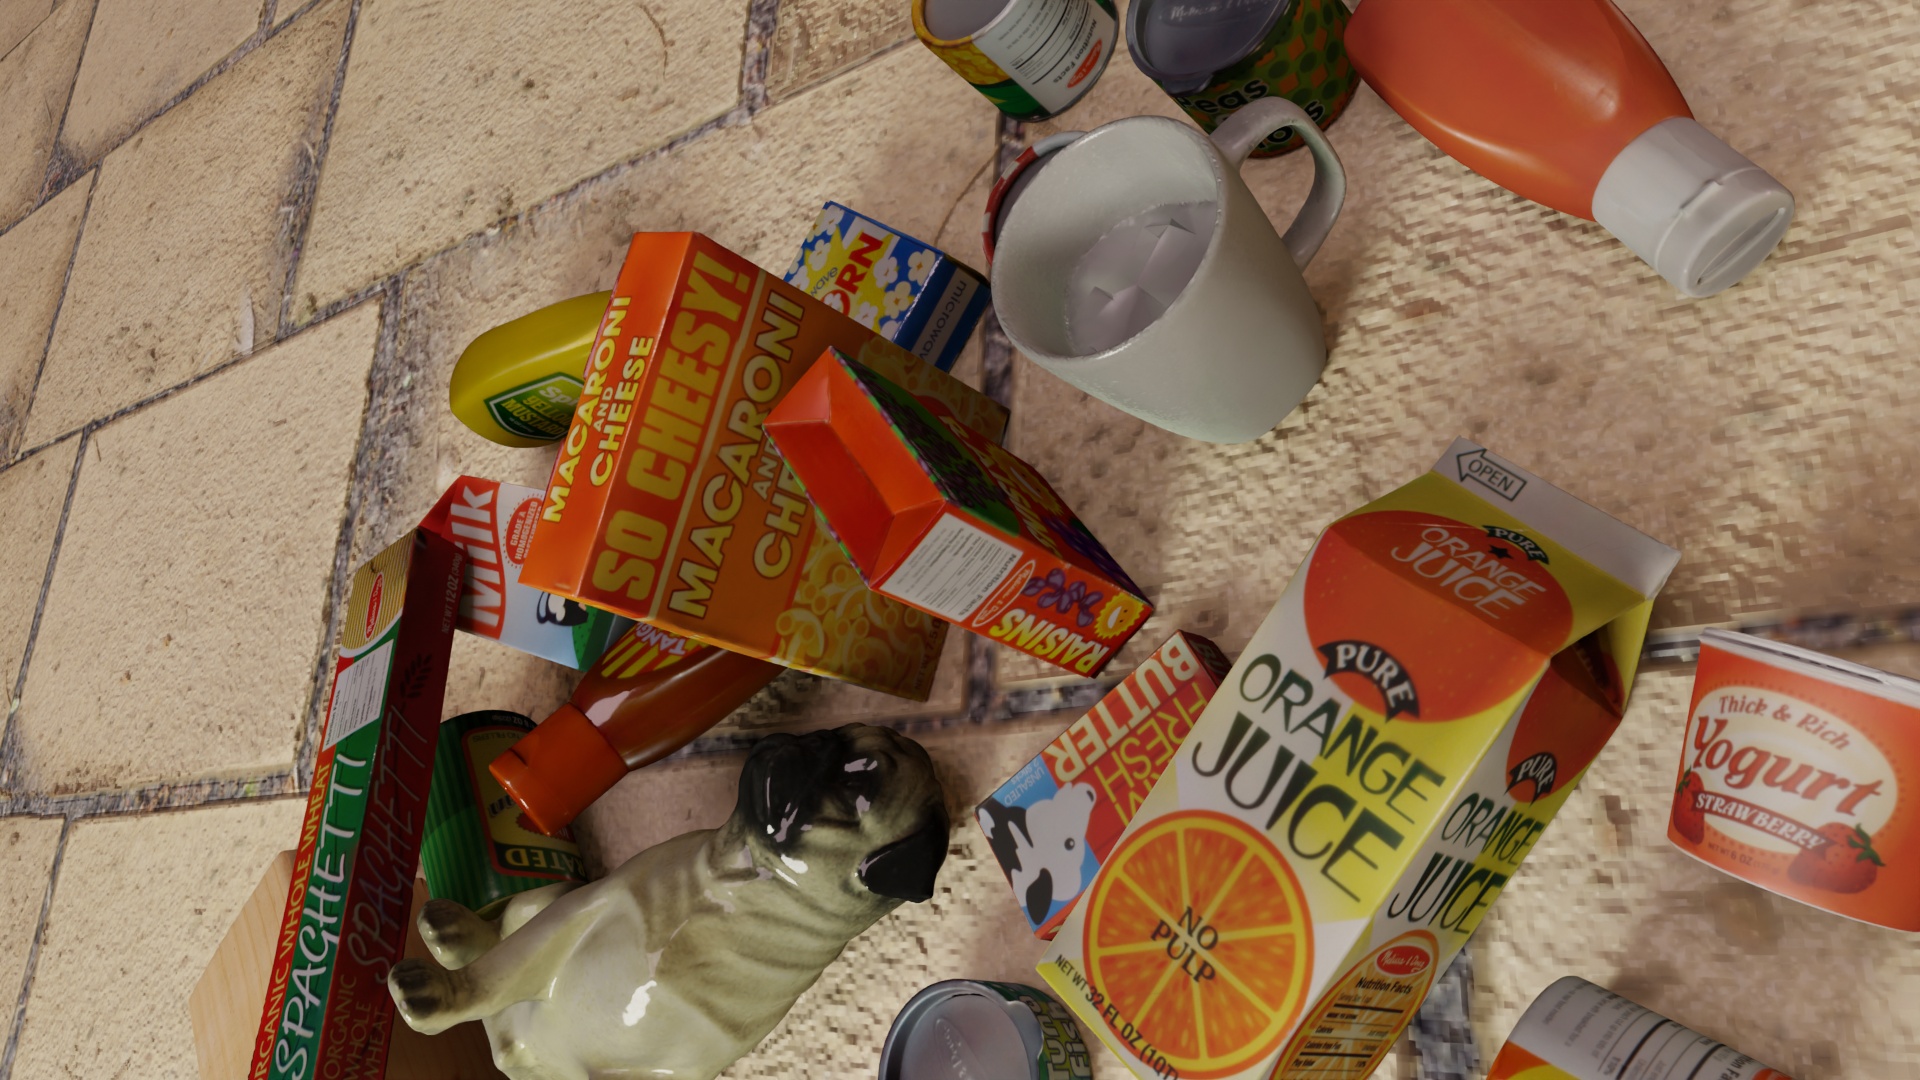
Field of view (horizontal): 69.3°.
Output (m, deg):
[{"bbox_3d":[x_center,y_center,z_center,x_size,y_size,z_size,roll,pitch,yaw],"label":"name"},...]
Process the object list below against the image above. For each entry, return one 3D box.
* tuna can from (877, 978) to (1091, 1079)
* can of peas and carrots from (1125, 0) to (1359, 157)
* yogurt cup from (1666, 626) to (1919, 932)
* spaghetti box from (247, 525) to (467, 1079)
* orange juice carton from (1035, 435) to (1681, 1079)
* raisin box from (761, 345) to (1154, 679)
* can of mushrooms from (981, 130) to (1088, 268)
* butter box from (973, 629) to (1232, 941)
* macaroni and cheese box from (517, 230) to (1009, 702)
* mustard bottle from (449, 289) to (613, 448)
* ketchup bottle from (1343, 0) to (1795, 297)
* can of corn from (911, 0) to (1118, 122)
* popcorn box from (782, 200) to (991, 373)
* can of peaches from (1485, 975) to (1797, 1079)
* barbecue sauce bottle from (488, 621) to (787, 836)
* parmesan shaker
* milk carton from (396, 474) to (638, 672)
[{"bbox_3d":[0.009,0.177,0.455,0.071,0.033,0.071,-15,65,35],"label":"tuna can"},{"bbox_3d":[0.102,-0.177,0.496,0.071,0.058,0.071,-15,66,36],"label":"can of peas and carrots"},{"bbox_3d":[0.202,0.055,0.324,0.072,0.072,0.054,20,95,42],"label":"yogurt cup"},{"bbox_3d":[-0.242,0.108,0.566,0.050,0.028,0.251,-29,48,28],"label":"spaghetti box"},{"bbox_3d":[0.113,0.067,0.385,0.072,0.073,0.192,38,98,41],"label":"orange juice carton"},{"bbox_3d":[0.002,-0.006,0.470,0.040,0.123,0.086,-49,50,13],"label":"raisin box"},{"bbox_3d":[0.042,-0.121,0.541,0.071,0.033,0.071,-14,65,34],"label":"can of mushrooms"},{"bbox_3d":[0.055,0.082,0.460,0.103,0.024,0.053,-44,51,18],"label":"butter box"},{"bbox_3d":[-0.062,-0.019,0.498,0.040,0.166,0.124,9,80,42],"label":"macaroni and cheese box"},{"bbox_3d":[-0.185,-0.093,0.698,0.160,0.065,0.049,-18,59,29],"label":"mustard bottle"},{"bbox_3d":[0.183,-0.132,0.423,0.064,0.043,0.149,-44,51,19],"label":"ketchup bottle"},{"bbox_3d":[0.021,-0.219,0.578,0.071,0.058,0.071,-15,65,35],"label":"can of corn"},{"bbox_3d":[-0.052,-0.075,0.597,0.085,0.038,0.126,34,96,41],"label":"popcorn box"},{"bbox_3d":[0.157,0.146,0.324,0.058,0.071,0.071,21,88,42],"label":"can of peaches"},{"bbox_3d":[-0.114,0.053,0.549,0.149,0.043,0.065,-41,38,-22],"label":"barbecue sauce bottle"},{"bbox_3d":[-0.211,0.134,0.626,0.071,0.071,0.103,-46,51,17],"label":"parmesan shaker"},{"bbox_3d":[-0.187,0.018,0.650,0.190,0.072,0.073,10,81,41],"label":"milk carton"}]
